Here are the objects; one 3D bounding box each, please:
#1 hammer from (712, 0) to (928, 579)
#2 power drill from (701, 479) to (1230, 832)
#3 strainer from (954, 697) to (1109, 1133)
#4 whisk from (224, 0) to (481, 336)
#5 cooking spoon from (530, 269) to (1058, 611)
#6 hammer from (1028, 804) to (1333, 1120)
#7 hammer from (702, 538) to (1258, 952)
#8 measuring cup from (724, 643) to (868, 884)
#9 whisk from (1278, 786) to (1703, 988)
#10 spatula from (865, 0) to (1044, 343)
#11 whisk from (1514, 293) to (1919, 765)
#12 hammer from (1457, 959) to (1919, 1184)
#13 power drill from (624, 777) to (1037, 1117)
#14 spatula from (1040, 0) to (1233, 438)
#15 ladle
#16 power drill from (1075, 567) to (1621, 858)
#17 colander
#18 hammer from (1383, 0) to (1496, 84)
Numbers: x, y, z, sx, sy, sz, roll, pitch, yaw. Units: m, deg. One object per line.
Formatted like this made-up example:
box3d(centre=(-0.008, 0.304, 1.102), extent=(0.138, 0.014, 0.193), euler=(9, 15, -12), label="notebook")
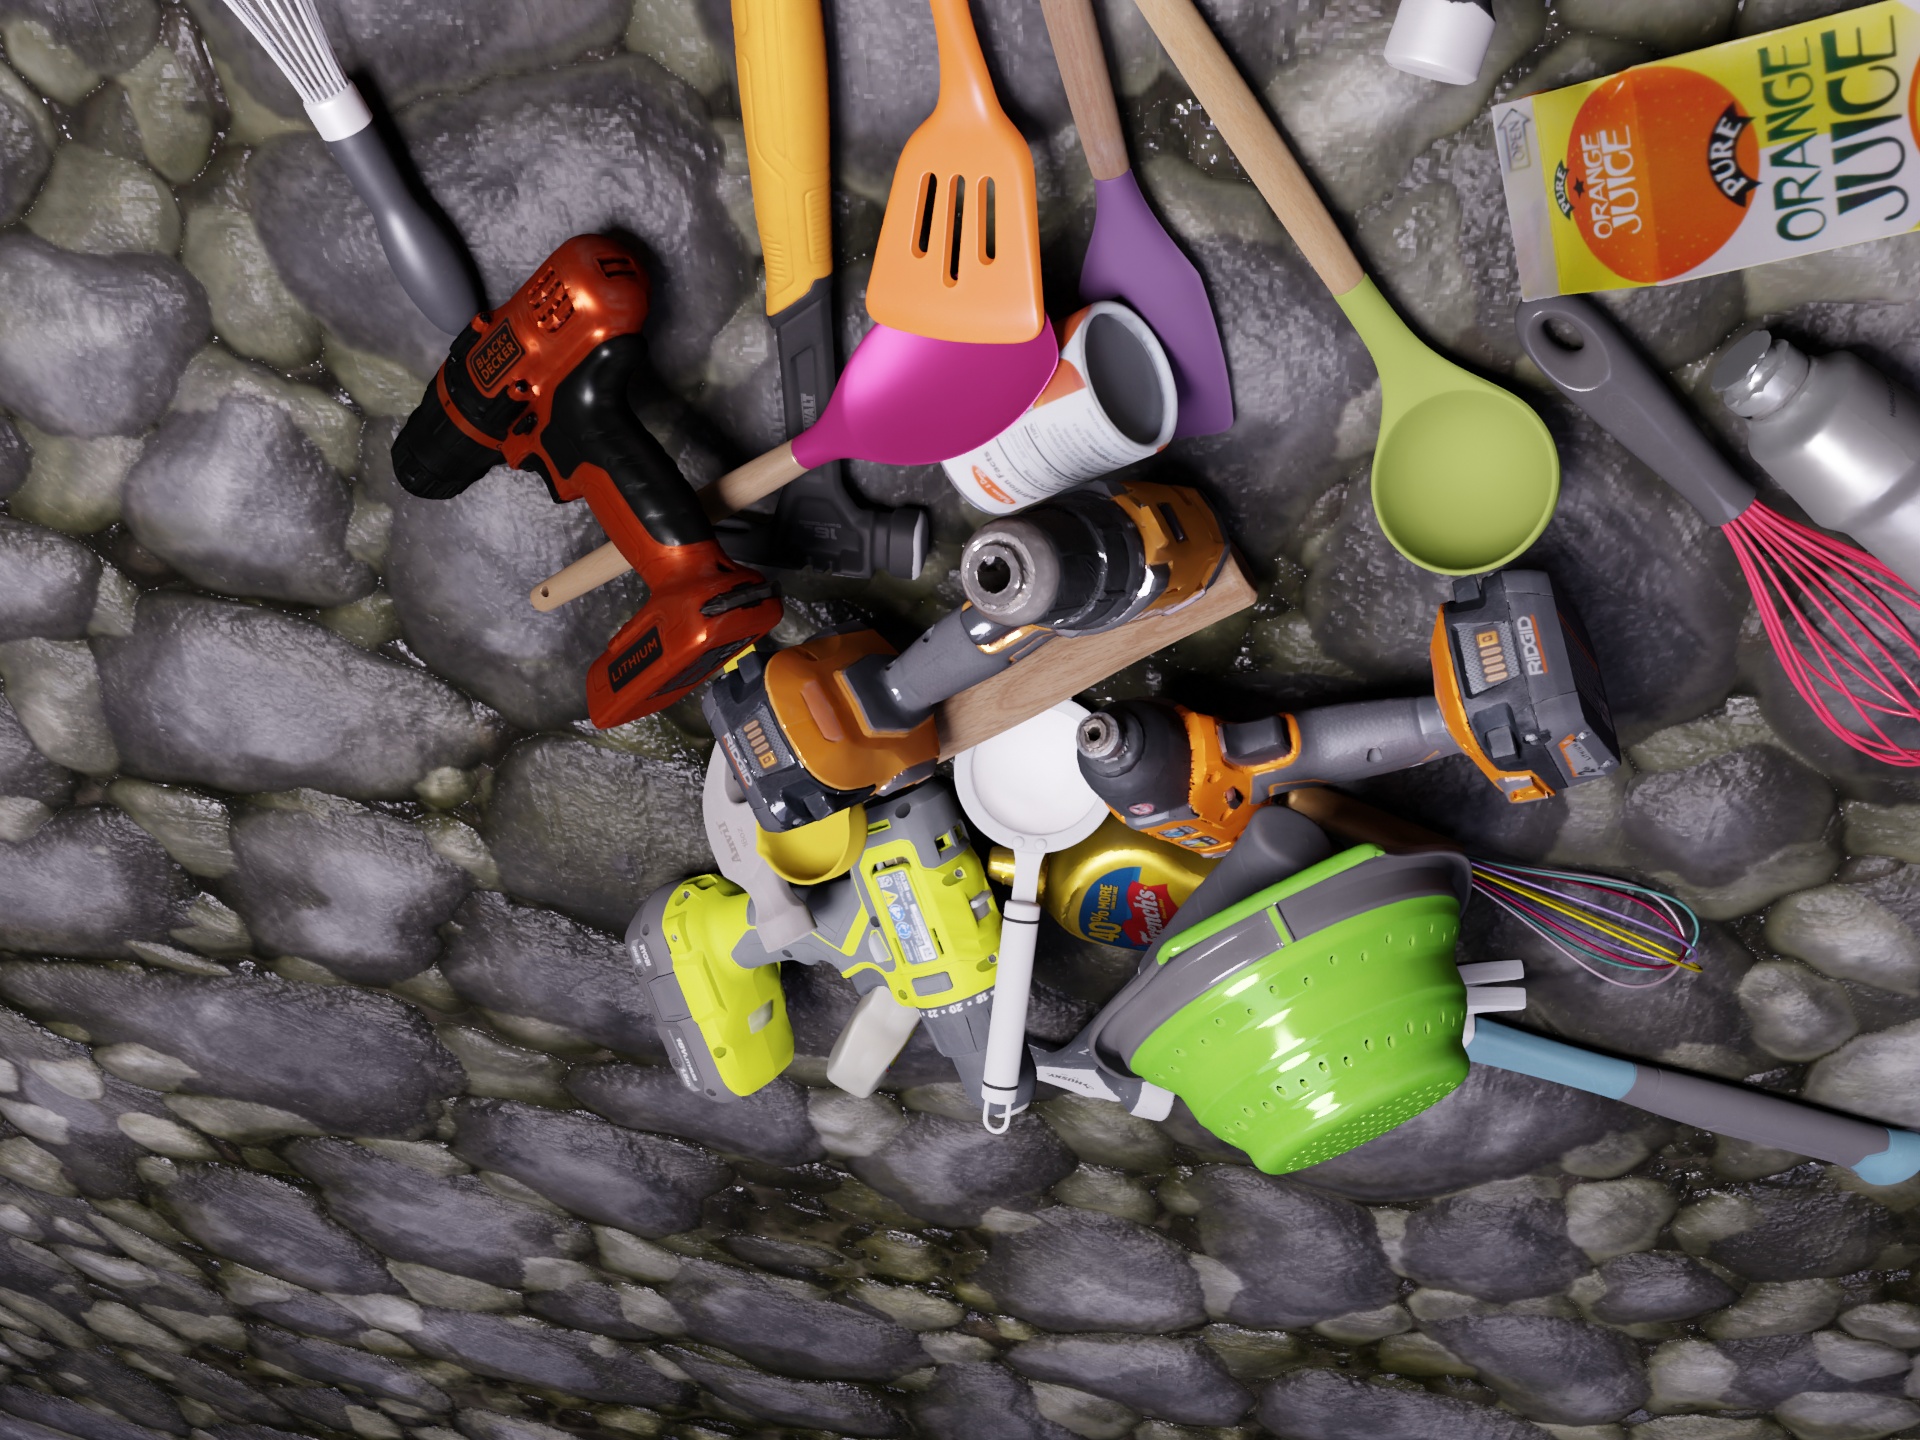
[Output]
box3d(centre=(-0.076, -0.200, 0.663), extent=(0.127, 0.034, 0.336), euler=(7, 135, 6), label="hammer")
box3d(centre=(-0.007, -0.031, 0.690), extent=(0.226, 0.185, 0.084), euler=(-29, 85, 28), label="power drill")
box3d(centre=(0.033, 0.093, 0.846), extent=(0.087, 0.050, 0.258), euler=(8, 93, 8), label="strainer")
box3d(centre=(-0.263, -0.272, 0.629), extent=(0.070, 0.070, 0.284), euler=(-4, 138, 18), label="whisk")
box3d(centre=(-0.088, -0.109, 0.707), extent=(0.319, 0.017, 0.069), euler=(-22, 89, 34), label="cooking spoon")
box3d(centre=(0.103, 0.141, 0.874), extent=(0.149, 0.036, 0.408), euler=(15, 150, -4), label="hammer")
box3d(centre=(-0.001, -0.003, 0.808), extent=(0.331, 0.031, 0.130), euler=(-29, 84, 25), label="hammer")
box3d(centre=(-0.091, 0.009, 0.824), extent=(0.062, 0.157, 0.029), euler=(-28, 165, 26), label="measuring cup")
box3d(centre=(0.284, 0.083, 0.844), extent=(0.245, 0.047, 0.051), euler=(23, 126, -3), label="whisk")
box3d(centre=(-0.013, -0.288, 0.548), extent=(0.081, 0.041, 0.322), euler=(14, 134, 26), label="spatula")
box3d(centre=(0.335, -0.077, 0.668), extent=(0.295, 0.073, 0.073), euler=(39, 130, -15), label="whisk")
box3d(centre=(0.409, 0.220, 0.952), extent=(0.331, 0.033, 0.128), euler=(16, 136, -2), label="hammer")
box3d(centre=(-0.070, 0.151, 0.929), extent=(0.228, 0.080, 0.190), euler=(-18, 95, 31), label="power drill")
box3d(centre=(0.049, -0.232, 0.605), extent=(0.060, 0.018, 0.315), euler=(-2, 137, 22), label="spatula")
box3d(centre=(0.135, -0.183, 0.613), extent=(0.078, 0.062, 0.320), euler=(-24, 121, 34), label="ladle")
box3d(centre=(0.169, 0.004, 0.731), extent=(0.226, 0.084, 0.164), euler=(-16, 159, 27), label="power drill")
box3d(centre=(0.189, 0.182, 0.827), extent=(0.204, 0.095, 0.396), euler=(-27, 154, 2), label="colander")
box3d(centre=(0.307, -0.223, 0.457), extent=(0.335, 0.035, 0.146), euler=(21, 110, 13), label="hammer")
